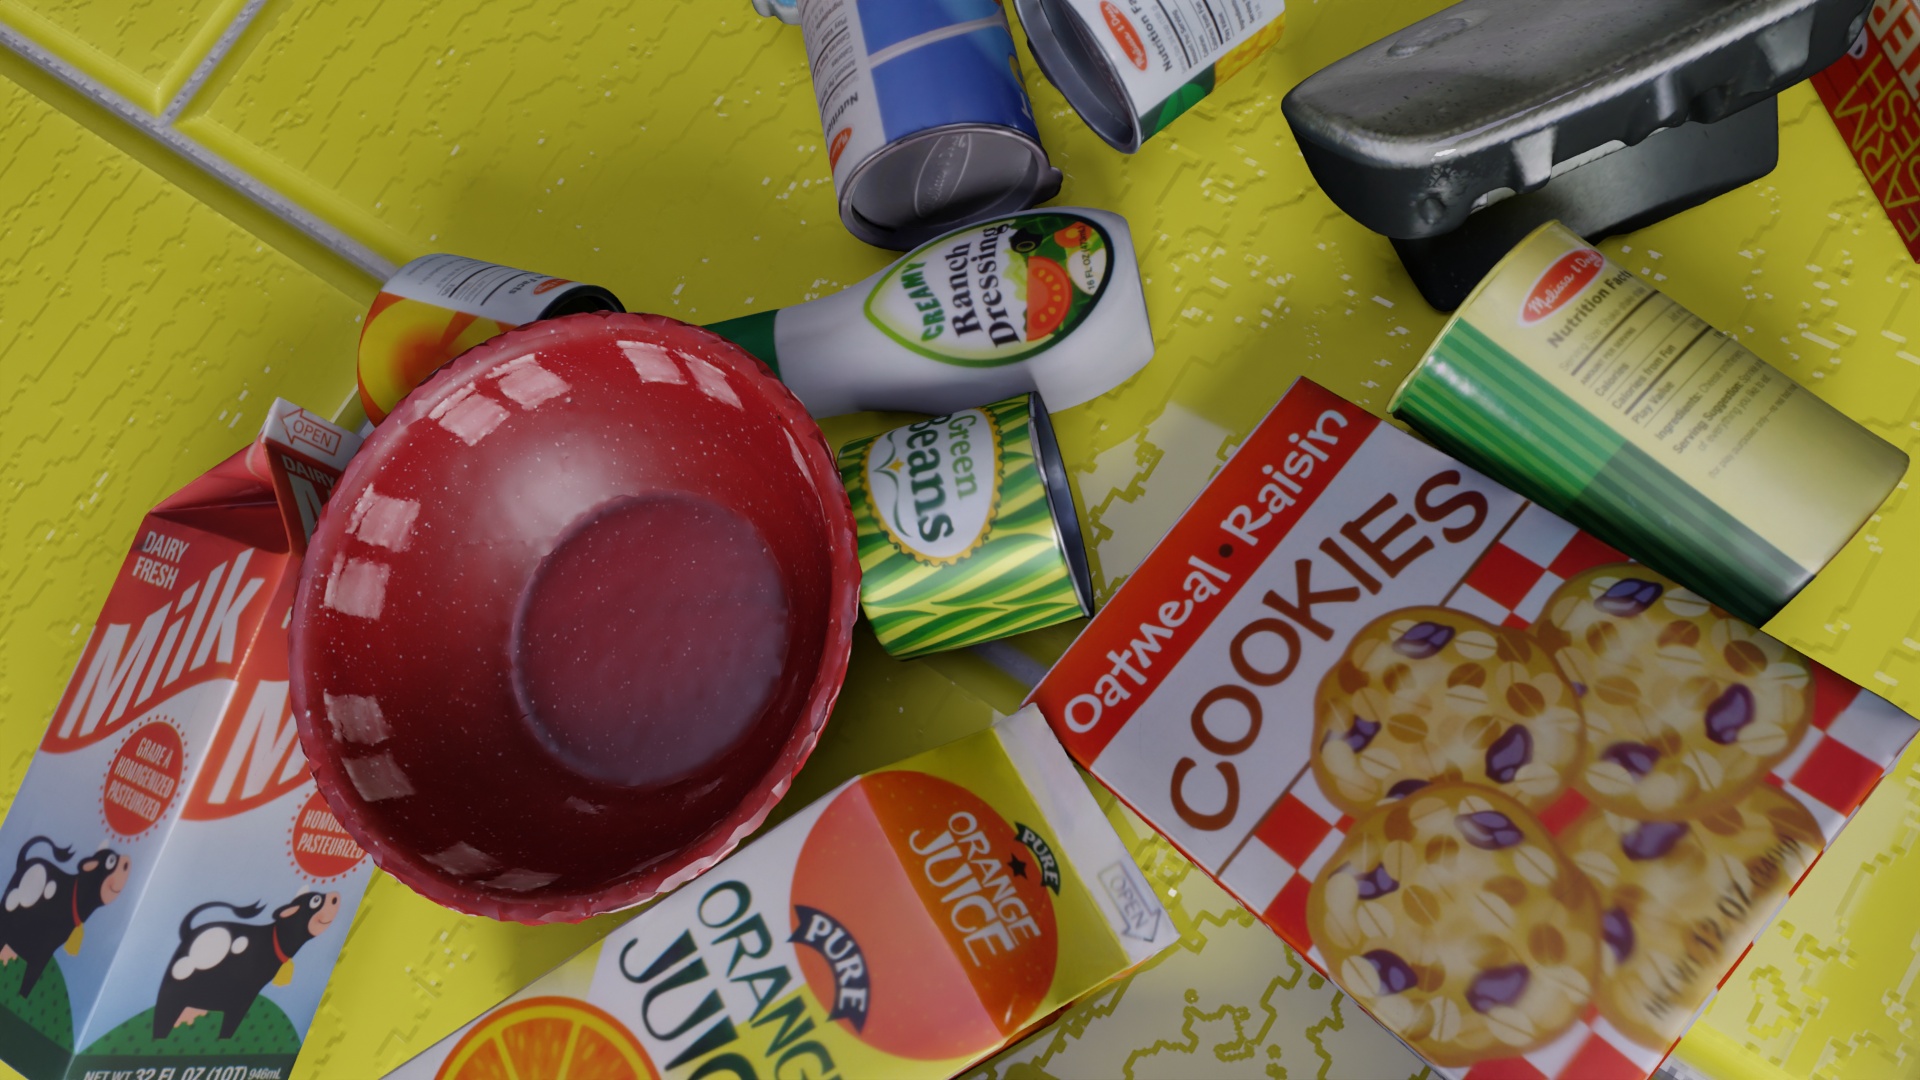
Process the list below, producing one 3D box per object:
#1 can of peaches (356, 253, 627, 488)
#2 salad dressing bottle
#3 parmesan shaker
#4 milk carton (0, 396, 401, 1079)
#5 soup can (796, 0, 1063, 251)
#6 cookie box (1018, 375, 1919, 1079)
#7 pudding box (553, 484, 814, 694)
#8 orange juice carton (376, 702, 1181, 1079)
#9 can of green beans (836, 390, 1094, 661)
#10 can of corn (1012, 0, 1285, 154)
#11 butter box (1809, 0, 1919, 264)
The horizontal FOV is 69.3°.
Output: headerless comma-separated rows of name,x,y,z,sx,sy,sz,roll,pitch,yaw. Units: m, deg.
can of peaches,-0.146,-0.052,0.443,0.058,0.071,0.071,15,78,16
salad dressing bottle,-0.017,-0.061,0.427,0.147,0.044,0.064,-12,63,9
parmesan shaker,0.174,-0.025,0.362,0.071,0.071,0.103,-46,71,-3
milk carton,-0.214,0.057,0.415,0.073,0.072,0.191,12,76,29
soup can,-0.011,-0.144,0.440,0.071,0.071,0.084,-15,71,8
cookie box,0.115,0.049,0.347,0.123,0.040,0.168,-49,56,-5
pudding box,-0.075,0.016,0.425,0.084,0.030,0.050,12,78,16
orange juice carton,-0.043,0.121,0.360,0.192,0.073,0.072,-33,70,5
can of green beans,0.002,-0.004,0.394,0.058,0.071,0.071,-14,72,9
can of corn,0.057,-0.165,0.431,0.058,0.071,0.071,-37,70,0
butter box,0.261,-0.132,0.381,0.024,0.053,0.104,-18,72,5
